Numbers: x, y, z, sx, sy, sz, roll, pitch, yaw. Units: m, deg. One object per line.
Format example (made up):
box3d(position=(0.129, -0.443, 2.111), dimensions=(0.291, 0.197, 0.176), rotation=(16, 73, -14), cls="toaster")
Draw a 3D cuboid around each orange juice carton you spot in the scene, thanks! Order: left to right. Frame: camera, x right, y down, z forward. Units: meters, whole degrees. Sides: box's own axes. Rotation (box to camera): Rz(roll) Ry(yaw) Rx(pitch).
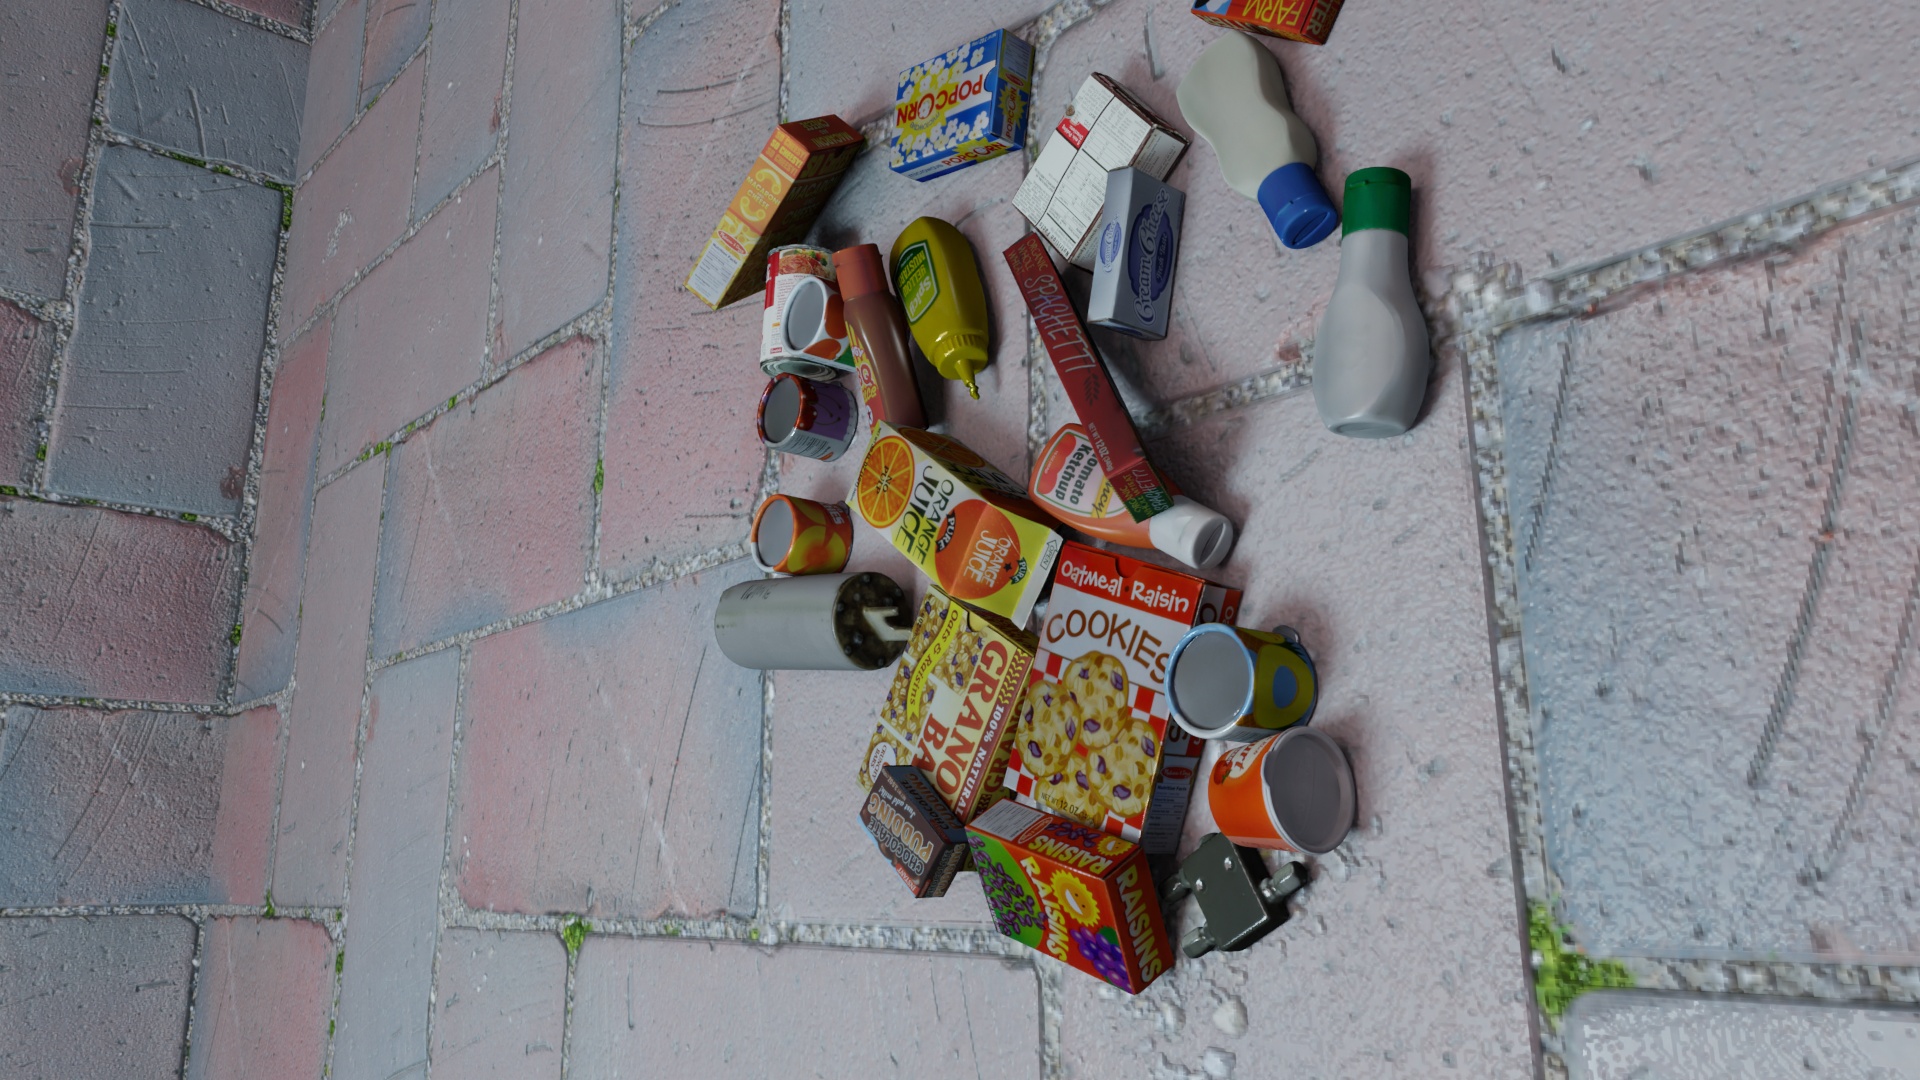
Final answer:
box3d(position=(0.003, -0.012, 0.978), dimensions=(0.193, 0.073, 0.071), rotation=(39, 112, 47), cls="orange juice carton")

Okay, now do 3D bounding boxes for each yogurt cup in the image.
box3d(position=(0.173, 0.138, 0.758), dimensions=(0.053, 0.072, 0.072), rotation=(-23, 64, 53), cls="yogurt cup")

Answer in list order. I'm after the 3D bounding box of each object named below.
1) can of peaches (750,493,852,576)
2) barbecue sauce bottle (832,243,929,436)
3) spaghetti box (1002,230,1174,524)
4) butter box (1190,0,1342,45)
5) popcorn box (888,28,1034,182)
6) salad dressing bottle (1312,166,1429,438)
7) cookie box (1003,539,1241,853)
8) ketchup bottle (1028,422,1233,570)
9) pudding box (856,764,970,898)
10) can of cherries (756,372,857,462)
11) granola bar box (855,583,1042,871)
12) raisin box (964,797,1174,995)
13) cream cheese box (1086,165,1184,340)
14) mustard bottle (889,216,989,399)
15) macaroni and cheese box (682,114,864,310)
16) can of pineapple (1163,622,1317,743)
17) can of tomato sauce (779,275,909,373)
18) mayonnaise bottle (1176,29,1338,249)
box3d(position=(-0.131, -0.004, 1.143), dimensions=(0.071, 0.058, 0.071), rotation=(-14, 71, 47), cls="can of peaches")
box3d(position=(-0.063, -0.152, 1.069), dimensions=(0.065, 0.044, 0.148), rotation=(-176, 71, -74), cls="barbecue sauce bottle")
box3d(position=(0.079, -0.113, 0.903), dimensions=(0.028, 0.050, 0.251), rotation=(-28, 45, 10), cls="spaghetti box")
box3d(position=(0.196, -0.349, 0.879), dimensions=(0.104, 0.024, 0.053), rotation=(37, 108, 47), cls="butter box")
box3d(position=(-0.001, -0.339, 1.093), dimensions=(0.126, 0.038, 0.085), rotation=(-2, 78, 49), cls="popcorn box")
box3d(position=(0.230, -0.133, 0.774), dimensions=(0.064, 0.044, 0.148), rotation=(-6, 76, 50), cls="salad dressing bottle")
box3d(position=(0.098, 0.094, 0.870), dimensions=(0.123, 0.040, 0.167), rotation=(17, 93, 49), cls="cookie box")
box3d(position=(0.109, -0.025, 0.885), dimensions=(0.149, 0.043, 0.064), rotation=(32, 95, 47), cls="ketchup bottle")
box3d(position=(-0.032, 0.196, 0.941), dimensions=(0.084, 0.030, 0.049), rotation=(44, 115, 44), cls="pudding box")
box3d(position=(-0.130, -0.106, 1.167), dimensions=(0.071, 0.058, 0.071), rotation=(-14, 71, 47), cls="can of cherries")
box3d(position=(-0.003, 0.130, 0.979), dimensions=(0.124, 0.039, 0.165), rotation=(32, 106, 47), cls="granola bar box")
box3d(position=(0.066, 0.216, 0.852), dimensions=(0.123, 0.040, 0.086), rotation=(8, 120, 50), cls="raisin box")
box3d(position=(0.115, -0.187, 0.910), dimensions=(0.024, 0.053, 0.104), rotation=(3, 84, 51), cls="cream cheese box")
box3d(position=(-0.010, -0.172, 1.053), dimensions=(0.065, 0.049, 0.161), rotation=(-45, 50, 37), cls="mustard bottle")
box3d(position=(-0.159, -0.285, 1.203), dimensions=(0.040, 0.124, 0.165), rotation=(39, 117, 1), cls="macaroni and cheese box")
box3d(position=(0.159, 0.080, 0.791), dimensions=(0.071, 0.058, 0.071), rotation=(-15, 70, 47), cls="can of pineapple")
box3d(position=(-0.094, -0.174, 1.123), dimensions=(0.071, 0.083, 0.071), rotation=(-14, 71, 47), cls="can of tomato sauce")
box3d(position=(0.185, -0.244, 0.855), dimensions=(0.064, 0.041, 0.148), rotation=(-43, 52, 36), cls="mayonnaise bottle")
